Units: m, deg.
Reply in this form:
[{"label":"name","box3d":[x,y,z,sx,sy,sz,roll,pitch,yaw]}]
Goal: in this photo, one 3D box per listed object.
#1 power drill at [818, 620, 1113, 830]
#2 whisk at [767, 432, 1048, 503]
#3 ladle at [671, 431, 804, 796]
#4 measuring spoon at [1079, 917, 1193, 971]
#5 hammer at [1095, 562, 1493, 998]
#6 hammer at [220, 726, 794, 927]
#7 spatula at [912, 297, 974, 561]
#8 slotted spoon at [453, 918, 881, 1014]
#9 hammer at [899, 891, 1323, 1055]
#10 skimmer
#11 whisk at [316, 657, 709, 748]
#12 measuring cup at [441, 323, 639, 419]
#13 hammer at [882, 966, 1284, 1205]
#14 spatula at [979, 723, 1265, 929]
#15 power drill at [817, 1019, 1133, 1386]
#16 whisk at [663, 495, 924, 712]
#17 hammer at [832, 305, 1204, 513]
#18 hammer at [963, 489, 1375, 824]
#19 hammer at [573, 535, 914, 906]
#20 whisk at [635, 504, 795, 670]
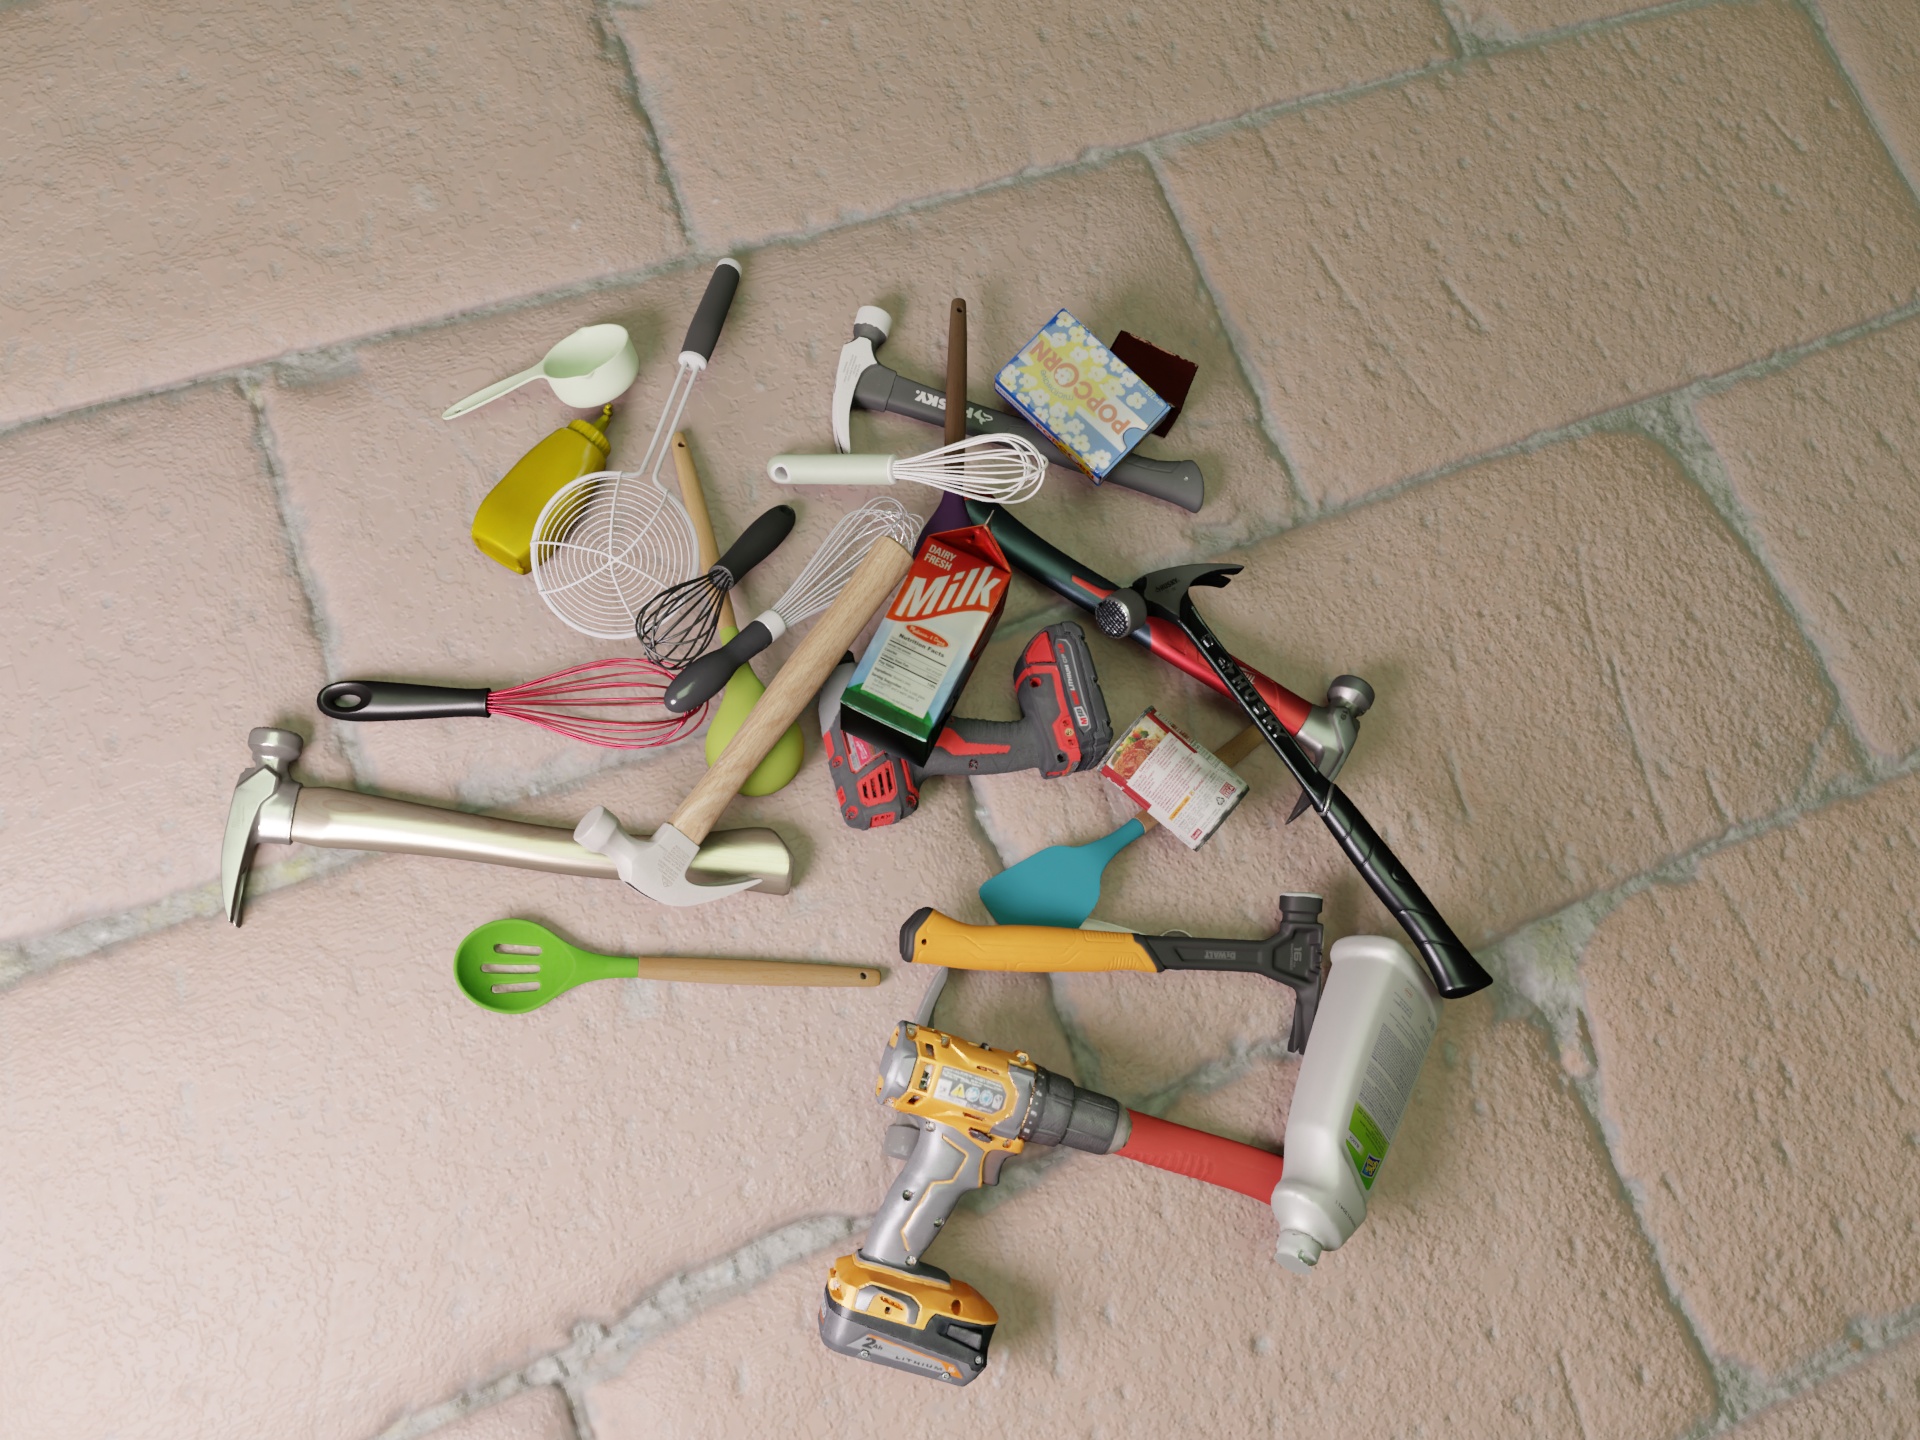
[{"label":"power drill","box3d":[-0.002,-0.004,1.265,0.219,0.078,0.143,-13,75,-11]},{"label":"whisk","box3d":[-0.046,-0.204,1.284,0.246,0.057,0.059,4,33,22]},{"label":"ladle","box3d":[-0.194,-0.090,1.279,0.078,0.062,0.320,-11,68,-18]},{"label":"measuring spoon","box3d":[0.127,0.175,1.265,0.124,0.018,0.034,13,70,1]},{"label":"hammer","box3d":[0.274,0.043,1.239,0.149,0.036,0.409,-28,77,-39]},{"label":"hammer","box3d":[-0.332,0.102,1.191,0.410,0.038,0.146,7,73,-8]},{"label":"spatula","box3d":[-0.007,-0.216,1.312,0.059,0.018,0.316,5,67,-8]},{"label":"slotted spoon","box3d":[-0.215,0.188,1.190,0.313,0.031,0.070,4,72,-11]},{"label":"hammer","box3d":[0.119,0.185,1.221,0.336,0.034,0.127,5,84,-13]},{"label":"skimmer","box3d":[-0.242,-0.233,1.296,0.127,0.090,0.364,21,54,-12]},{"label":"whisk","box3d":[-0.341,-0.014,1.217,0.296,0.073,0.073,0,73,-3]},{"label":"measuring cup","box3d":[-0.342,-0.270,1.305,0.167,0.038,0.083,-23,43,3]},{"label":"hammer","box3d":[0.128,0.304,1.210,0.359,0.036,0.149,17,71,-4]},{"label":"spatula","box3d":[0.159,0.075,1.293,0.317,0.044,0.082,-34,72,-24]},{"label":"power drill","box3d":[0.009,0.344,1.129,0.185,0.084,0.226,18,84,-7]},{"label":"whisk","box3d":[-0.127,-0.091,1.245,0.070,0.070,0.285,44,56,5]},{"label":"hammer","box3d":[0.051,-0.241,1.367,0.334,0.035,0.146,17,70,-5]},{"label":"hammer","box3d":[0.148,-0.067,1.315,0.386,0.038,0.143,32,62,4]},{"label":"hammer","box3d":[-0.138,-0.004,1.192,0.130,0.031,0.331,44,71,-24]},{"label":"whisk","box3d":[-0.182,-0.110,1.231,0.055,0.055,0.239,32,40,1]}]
